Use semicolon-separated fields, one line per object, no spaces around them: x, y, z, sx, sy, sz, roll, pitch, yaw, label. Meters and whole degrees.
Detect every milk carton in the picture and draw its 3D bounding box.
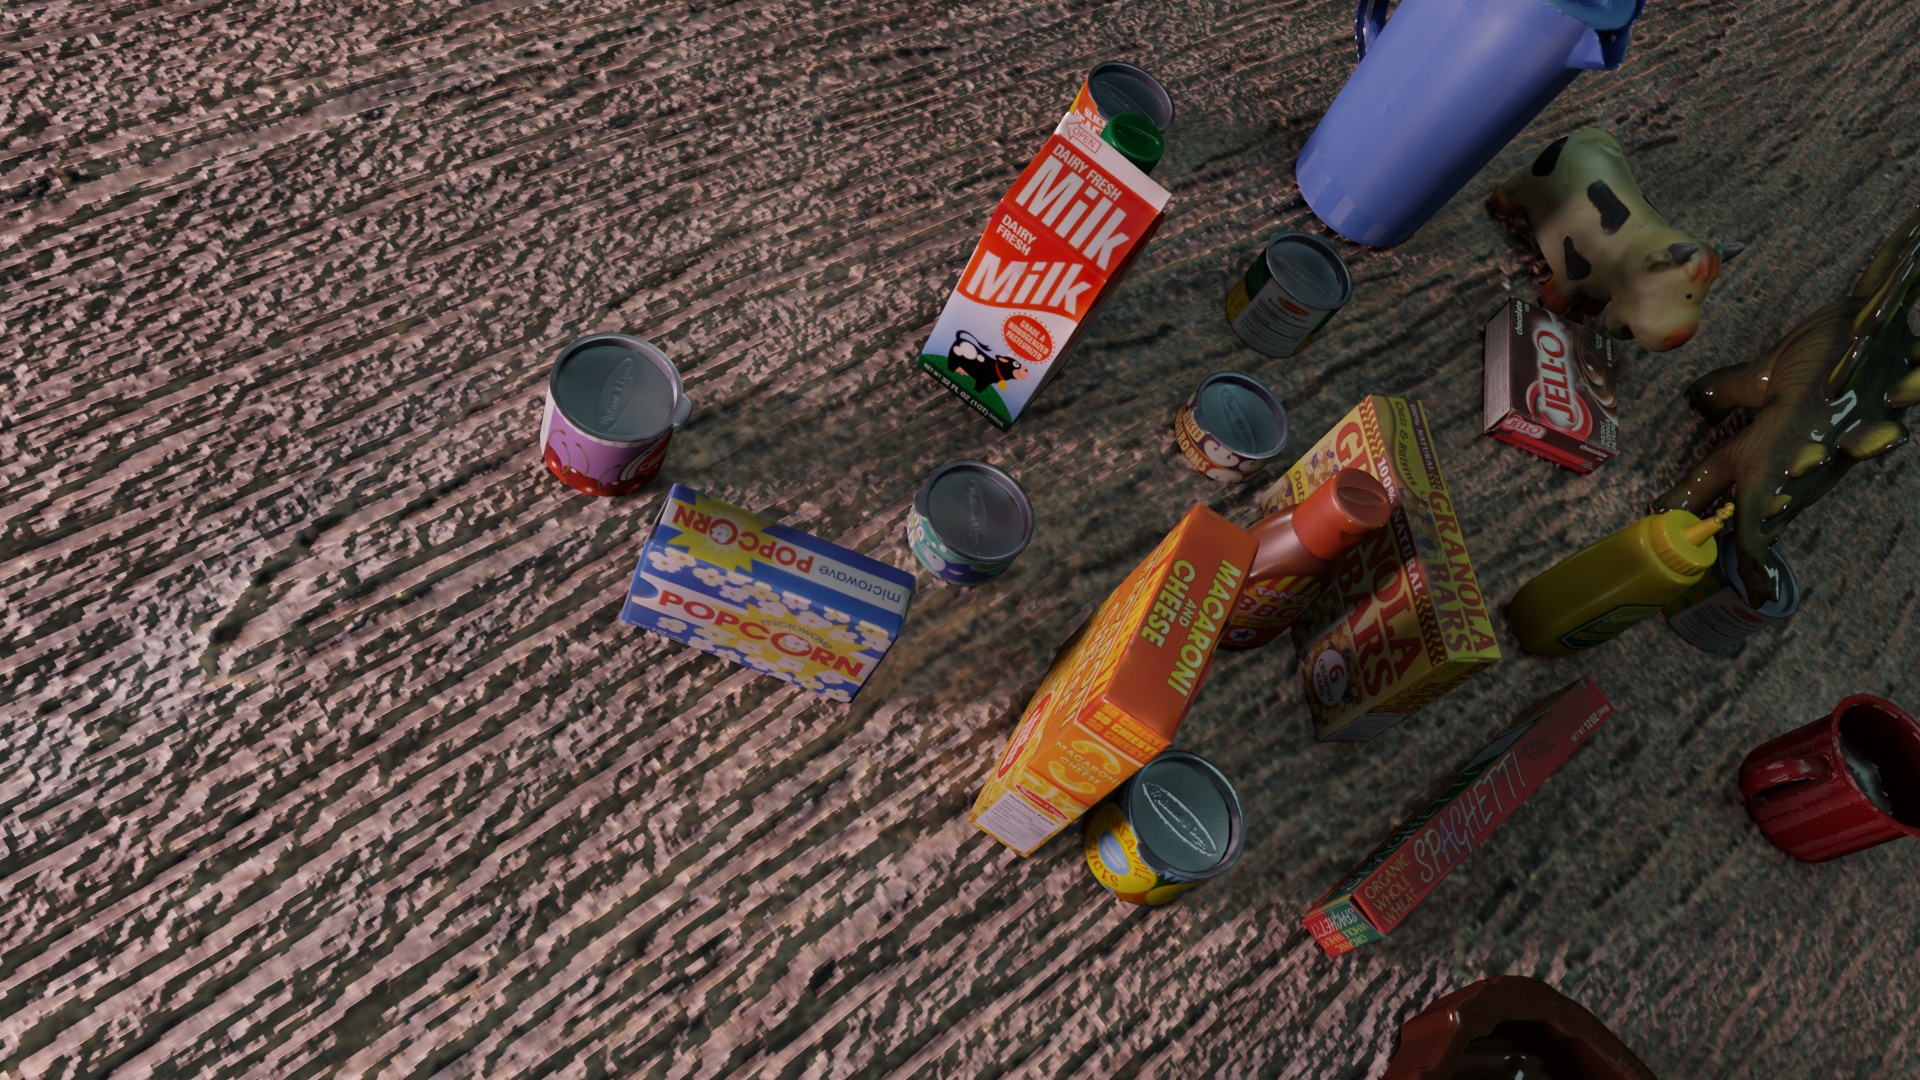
0.049;-0.152;0.784;0.072;0.189;0.074;39;54;2;milk carton

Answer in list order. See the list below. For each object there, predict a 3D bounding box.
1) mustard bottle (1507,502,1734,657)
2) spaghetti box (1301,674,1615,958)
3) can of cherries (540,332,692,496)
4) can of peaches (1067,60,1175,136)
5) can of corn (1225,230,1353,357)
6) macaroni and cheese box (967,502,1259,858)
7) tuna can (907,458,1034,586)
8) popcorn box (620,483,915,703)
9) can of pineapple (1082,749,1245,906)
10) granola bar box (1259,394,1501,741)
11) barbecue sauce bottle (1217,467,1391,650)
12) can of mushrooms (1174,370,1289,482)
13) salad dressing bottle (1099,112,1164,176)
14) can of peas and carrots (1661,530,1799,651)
0.409;0.021;0.851;0.065;0.159;0.049;0;62;-23;mustard bottle
0.288;0.152;0.791;0.251;0.050;0.029;-29;76;-33;spaghetti box
-0.178;-0.063;0.717;0.071;0.058;0.072;10;58;-17;can of cherries
0.106;-0.289;0.969;0.071;0.057;0.071;10;58;-17;can of peaches
0.224;-0.169;0.947;0.071;0.058;0.071;10;58;-17;can of corn
0.073;0.072;0.677;0.040;0.165;0.124;33;54;-2;macaroni and cheese box
0.003;-0.010;0.777;0.071;0.032;0.071;10;58;-17;tuna can
-0.095;0.029;0.682;0.127;0.084;0.038;22;56;-10;popcorn box
0.101;0.149;0.710;0.071;0.057;0.071;10;58;-17;can of pineapple
0.237;0.018;0.803;0.039;0.123;0.166;5;60;-20;granola bar box
0.180;0.012;0.768;0.065;0.147;0.044;11;58;-17;barbecue sauce bottle
0.170;-0.072;0.883;0.071;0.033;0.071;10;58;-17;can of mushrooms
0.075;-0.196;0.846;0.064;0.147;0.044;19;56;-12;salad dressing bottle
0.527;0.033;0.955;0.071;0.058;0.071;10;58;-17;can of peas and carrots
